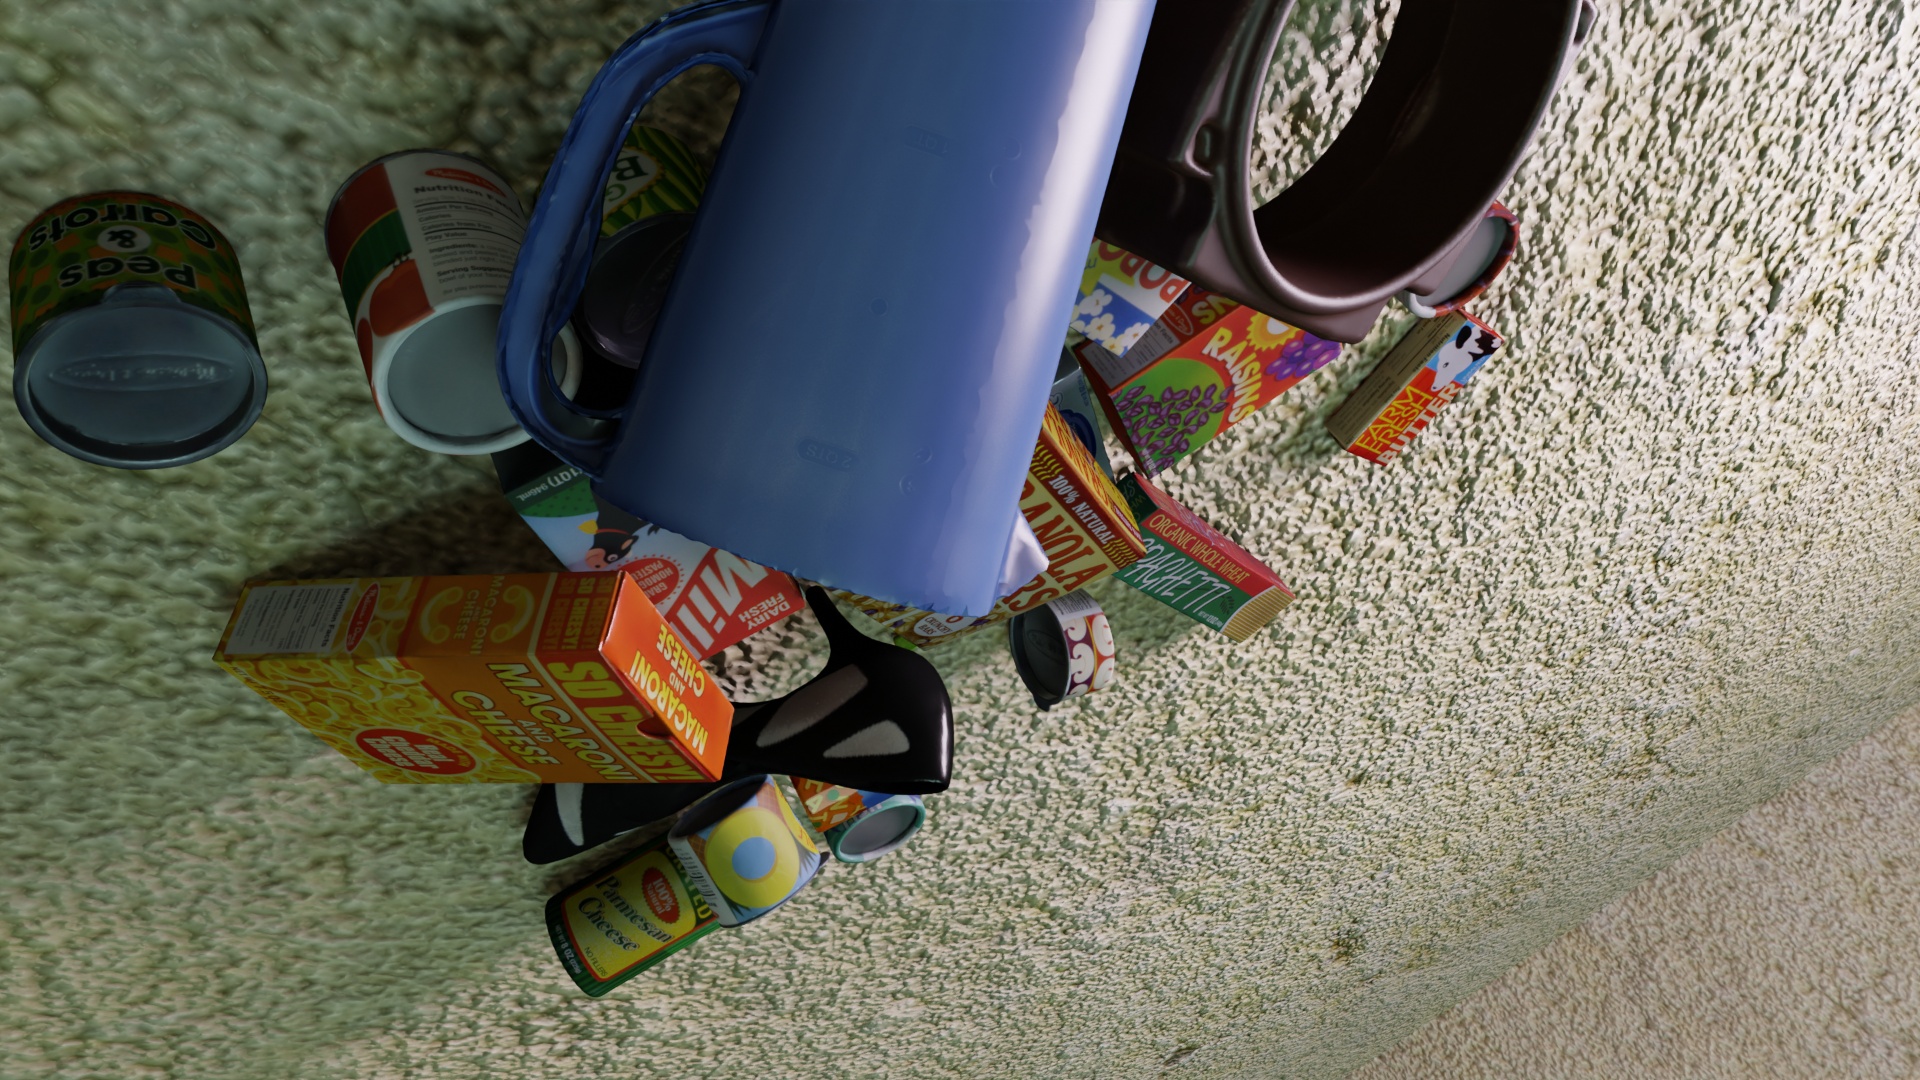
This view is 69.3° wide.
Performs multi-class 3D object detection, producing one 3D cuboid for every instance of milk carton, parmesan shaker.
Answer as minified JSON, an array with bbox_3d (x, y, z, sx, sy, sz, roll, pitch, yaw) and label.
[{"bbox_3d":[-0.125,-0.007,0.588,0.072,0.074,0.189,-29,145,-4],"label":"milk carton"},{"bbox_3d":[-0.181,0.216,0.816,0.103,0.071,0.071,-30,145,-3],"label":"parmesan shaker"}]

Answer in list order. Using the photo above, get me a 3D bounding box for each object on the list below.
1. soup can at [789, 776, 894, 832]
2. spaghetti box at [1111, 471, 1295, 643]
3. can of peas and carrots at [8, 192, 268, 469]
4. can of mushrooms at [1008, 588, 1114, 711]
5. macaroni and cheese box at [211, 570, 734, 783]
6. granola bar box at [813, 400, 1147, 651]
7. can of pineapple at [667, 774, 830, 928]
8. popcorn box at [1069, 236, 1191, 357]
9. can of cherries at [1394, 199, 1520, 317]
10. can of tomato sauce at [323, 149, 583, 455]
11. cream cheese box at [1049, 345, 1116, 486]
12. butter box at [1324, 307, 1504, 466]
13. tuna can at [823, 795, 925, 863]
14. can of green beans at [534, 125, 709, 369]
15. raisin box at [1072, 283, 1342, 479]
[{"bbox_3d":[-0.058,0.118,0.796,0.084,0.071,0.071,-25,144,-9],"label":"soup can"},{"bbox_3d":[0.139,0.016,0.832,0.050,0.029,0.250,-43,150,14],"label":"spaghetti box"},{"bbox_3d":[-0.255,-0.067,0.430,0.071,0.059,0.070,-20,143,-16],"label":"can of peas and carrots"},{"bbox_3d":[0.059,0.063,0.815,0.033,0.071,0.070,-12,140,-28],"label":"can of mushrooms"},{"bbox_3d":[-0.195,0.062,0.578,0.166,0.040,0.123,-2,147,13],"label":"macaroni and cheese box"},{"bbox_3d":[0.002,-0.008,0.622,0.124,0.039,0.165,-24,154,13],"label":"granola bar box"},{"bbox_3d":[-0.117,0.168,0.762,0.071,0.058,0.071,-29,-171,5],"label":"can of pineapple"},{"bbox_3d":[0.055,-0.139,0.595,0.085,0.038,0.126,-46,142,19],"label":"popcorn box"},{"bbox_3d":[0.236,-0.156,0.694,0.072,0.058,0.071,-20,143,-16],"label":"can of cherries"},{"bbox_3d":[-0.169,-0.077,0.462,0.071,0.083,0.070,-20,143,-16],"label":"can of tomato sauce"},{"bbox_3d":[0.043,-0.051,0.705,0.053,0.024,0.103,-30,145,-2],"label":"cream cheese box"},{"bbox_3d":[0.269,-0.092,0.824,0.053,0.024,0.103,12,125,-44],"label":"butter box"},{"bbox_3d":[-0.058,0.174,0.892,0.071,0.033,0.070,-21,144,-16],"label":"tuna can"},{"bbox_3d":[-0.112,-0.104,0.494,0.071,0.058,0.071,-20,143,-16],"label":"can of green beans"},{"bbox_3d":[0.128,-0.096,0.701,0.123,0.040,0.086,-34,144,1],"label":"raisin box"}]
